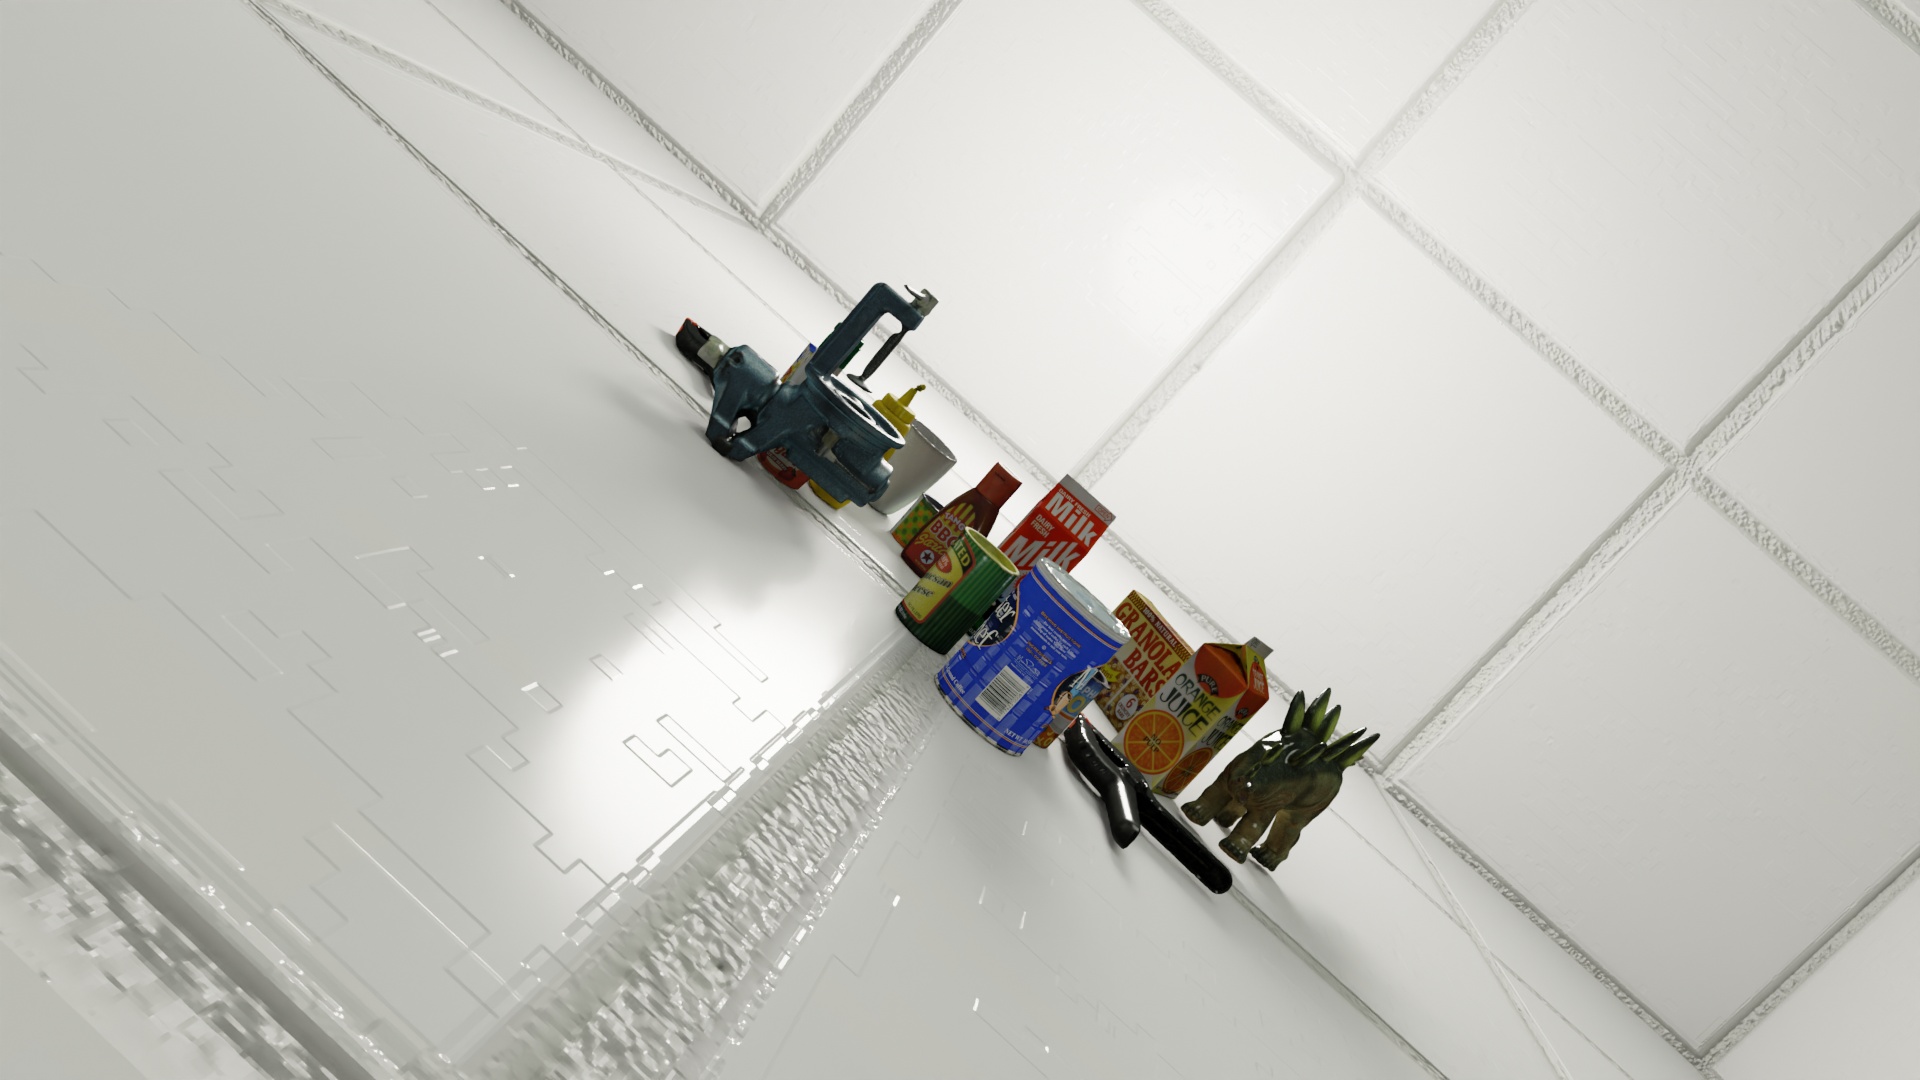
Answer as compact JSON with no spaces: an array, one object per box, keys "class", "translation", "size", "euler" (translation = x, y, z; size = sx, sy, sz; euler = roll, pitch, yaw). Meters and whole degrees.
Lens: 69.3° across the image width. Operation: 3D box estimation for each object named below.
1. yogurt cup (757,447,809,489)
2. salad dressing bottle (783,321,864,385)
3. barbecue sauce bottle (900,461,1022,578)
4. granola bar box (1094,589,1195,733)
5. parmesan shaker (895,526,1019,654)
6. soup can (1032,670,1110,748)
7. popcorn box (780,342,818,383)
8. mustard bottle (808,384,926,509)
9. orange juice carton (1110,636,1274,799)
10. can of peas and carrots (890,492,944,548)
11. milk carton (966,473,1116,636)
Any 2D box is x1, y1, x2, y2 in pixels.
[{"class":"yogurt cup","translation":[-0.168,-0.088,1.399],"size":[0.072,0.054,0.072],"euler":[40,9,-7]},{"class":"salad dressing bottle","translation":[-0.164,-0.169,1.500],"size":[0.044,0.147,0.064],"euler":[41,8,-4]},{"class":"barbecue sauce bottle","translation":[0.005,-0.019,1.493],"size":[0.065,0.148,0.043],"euler":[45,9,19]},{"class":"granola bar box","translation":[0.208,0.149,1.630],"size":[0.039,0.124,0.166],"euler":[36,10,-33]},{"class":"parmesan shaker","translation":[-0.003,0.048,1.284],"size":[0.071,0.103,0.071],"euler":[41,9,-7]},{"class":"soup can","translation":[0.085,0.141,1.276],"size":[0.071,0.083,0.071],"euler":[41,9,-7]},{"class":"popcorn box","translation":[-0.192,-0.185,1.657],"size":[0.038,0.085,0.127],"euler":[39,9,-15]},{"class":"mustard bottle","translation":[-0.094,-0.107,1.460],"size":[0.048,0.160,0.065],"euler":[37,9,-28]},{"class":"orange juice carton","translation":[0.257,0.178,1.474],"size":[0.073,0.192,0.071],"euler":[47,10,34]},{"class":"can of peas and carrots","translation":[-0.035,-0.010,1.573],"size":[0.071,0.058,0.071],"euler":[41,9,-7]},{"class":"milk carton","translation":[0.073,0.023,1.445],"size":[0.072,0.190,0.073],"euler":[42,8,-1]}]
